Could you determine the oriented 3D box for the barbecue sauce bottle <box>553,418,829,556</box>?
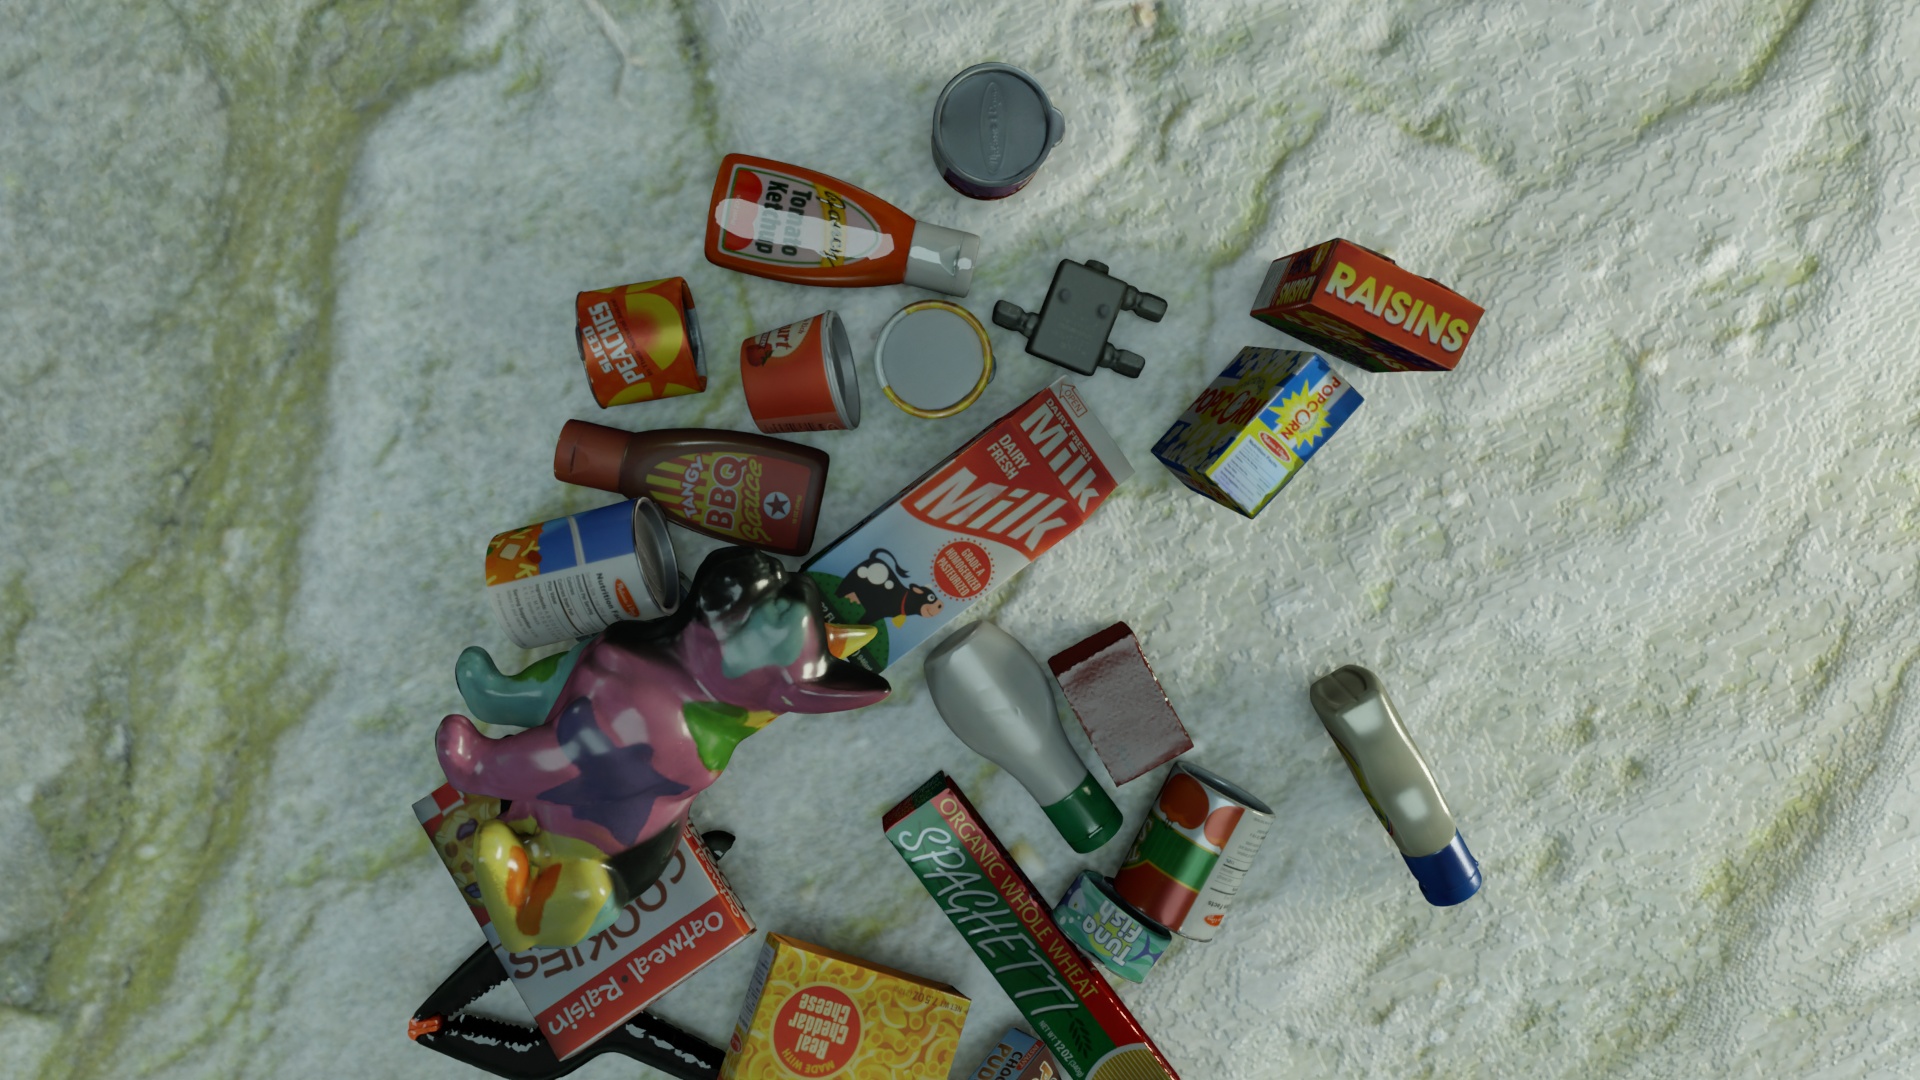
[{"bbox_3d":[-0.152,-0.036,0.789,0.149,0.044,0.064,12,106,-3],"label":"barbecue sauce bottle"}]

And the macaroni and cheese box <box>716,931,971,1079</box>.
[{"bbox_3d":[-0.079,0.327,0.800,0.124,0.040,0.167,21,78,-15],"label":"macaroni and cheese box"}]

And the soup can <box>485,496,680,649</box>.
[{"bbox_3d":[-0.202,0.016,0.750,0.084,0.071,0.071,-14,97,5],"label":"soup can"}]

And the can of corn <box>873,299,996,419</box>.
[{"bbox_3d":[-0.013,-0.101,0.781,0.071,0.058,0.071,0,96,-2],"label":"can of corn"}]

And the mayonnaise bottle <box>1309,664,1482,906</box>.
[{"bbox_3d":[0.259,0.147,0.819,0.041,0.065,0.148,-30,100,4],"label":"mayonnaise bottle"}]

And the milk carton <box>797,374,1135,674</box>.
[{"bbox_3d":[0.003,-0.010,0.784,0.190,0.073,0.072,-36,96,1],"label":"milk carton"}]

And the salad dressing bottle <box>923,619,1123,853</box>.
[{"bbox_3d":[0.039,0.117,0.814,0.064,0.044,0.147,-37,97,0],"label":"salad dressing bottle"}]

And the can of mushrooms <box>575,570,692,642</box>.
[{"bbox_3d":[-0.185,0.046,0.802,0.071,0.033,0.071,0,97,-3],"label":"can of mushrooms"}]

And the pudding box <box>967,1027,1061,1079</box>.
[{"bbox_3d":[0.022,0.337,0.817,0.084,0.030,0.049,-40,123,-34],"label":"pudding box"}]

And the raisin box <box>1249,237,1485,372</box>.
[{"bbox_3d":[0.217,-0.125,0.757,0.086,0.123,0.040,25,95,-4],"label":"raisin box"}]

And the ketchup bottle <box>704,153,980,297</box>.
[{"bbox_3d":[-0.065,-0.170,0.780,0.149,0.043,0.064,12,95,-4],"label":"ketchup bottle"}]

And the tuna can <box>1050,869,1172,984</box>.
[{"bbox_3d":[0.088,0.226,0.813,0.071,0.071,0.033,35,92,-6],"label":"tuna can"}]

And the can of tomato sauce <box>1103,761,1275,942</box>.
[{"bbox_3d":[0.135,0.180,0.814,0.071,0.071,0.083,27,94,-5],"label":"can of tomato sauce"}]

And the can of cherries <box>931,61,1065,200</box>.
[{"bbox_3d":[0.019,-0.224,0.771,0.071,0.058,0.071,0,95,-3],"label":"can of cherries"}]

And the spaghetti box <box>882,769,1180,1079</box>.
[{"bbox_3d":[0.045,0.252,0.835,0.050,0.029,0.250,-37,96,1],"label":"spaghetti box"}]

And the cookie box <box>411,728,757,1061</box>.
[{"bbox_3d":[-0.212,0.187,0.790,0.123,0.040,0.167,-34,81,-2],"label":"cookie box"}]

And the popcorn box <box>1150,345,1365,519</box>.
[{"bbox_3d":[0.157,-0.062,0.759,0.038,0.127,0.085,43,93,-10],"label":"popcorn box"}]

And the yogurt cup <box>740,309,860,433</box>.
[{"bbox_3d":[-0.090,-0.091,0.778,0.054,0.072,0.072,-10,97,7],"label":"yogurt cup"}]

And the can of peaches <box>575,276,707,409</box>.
[{"bbox_3d":[-0.175,-0.109,0.767,0.058,0.071,0.071,-9,97,-2],"label":"can of peaches"}]
